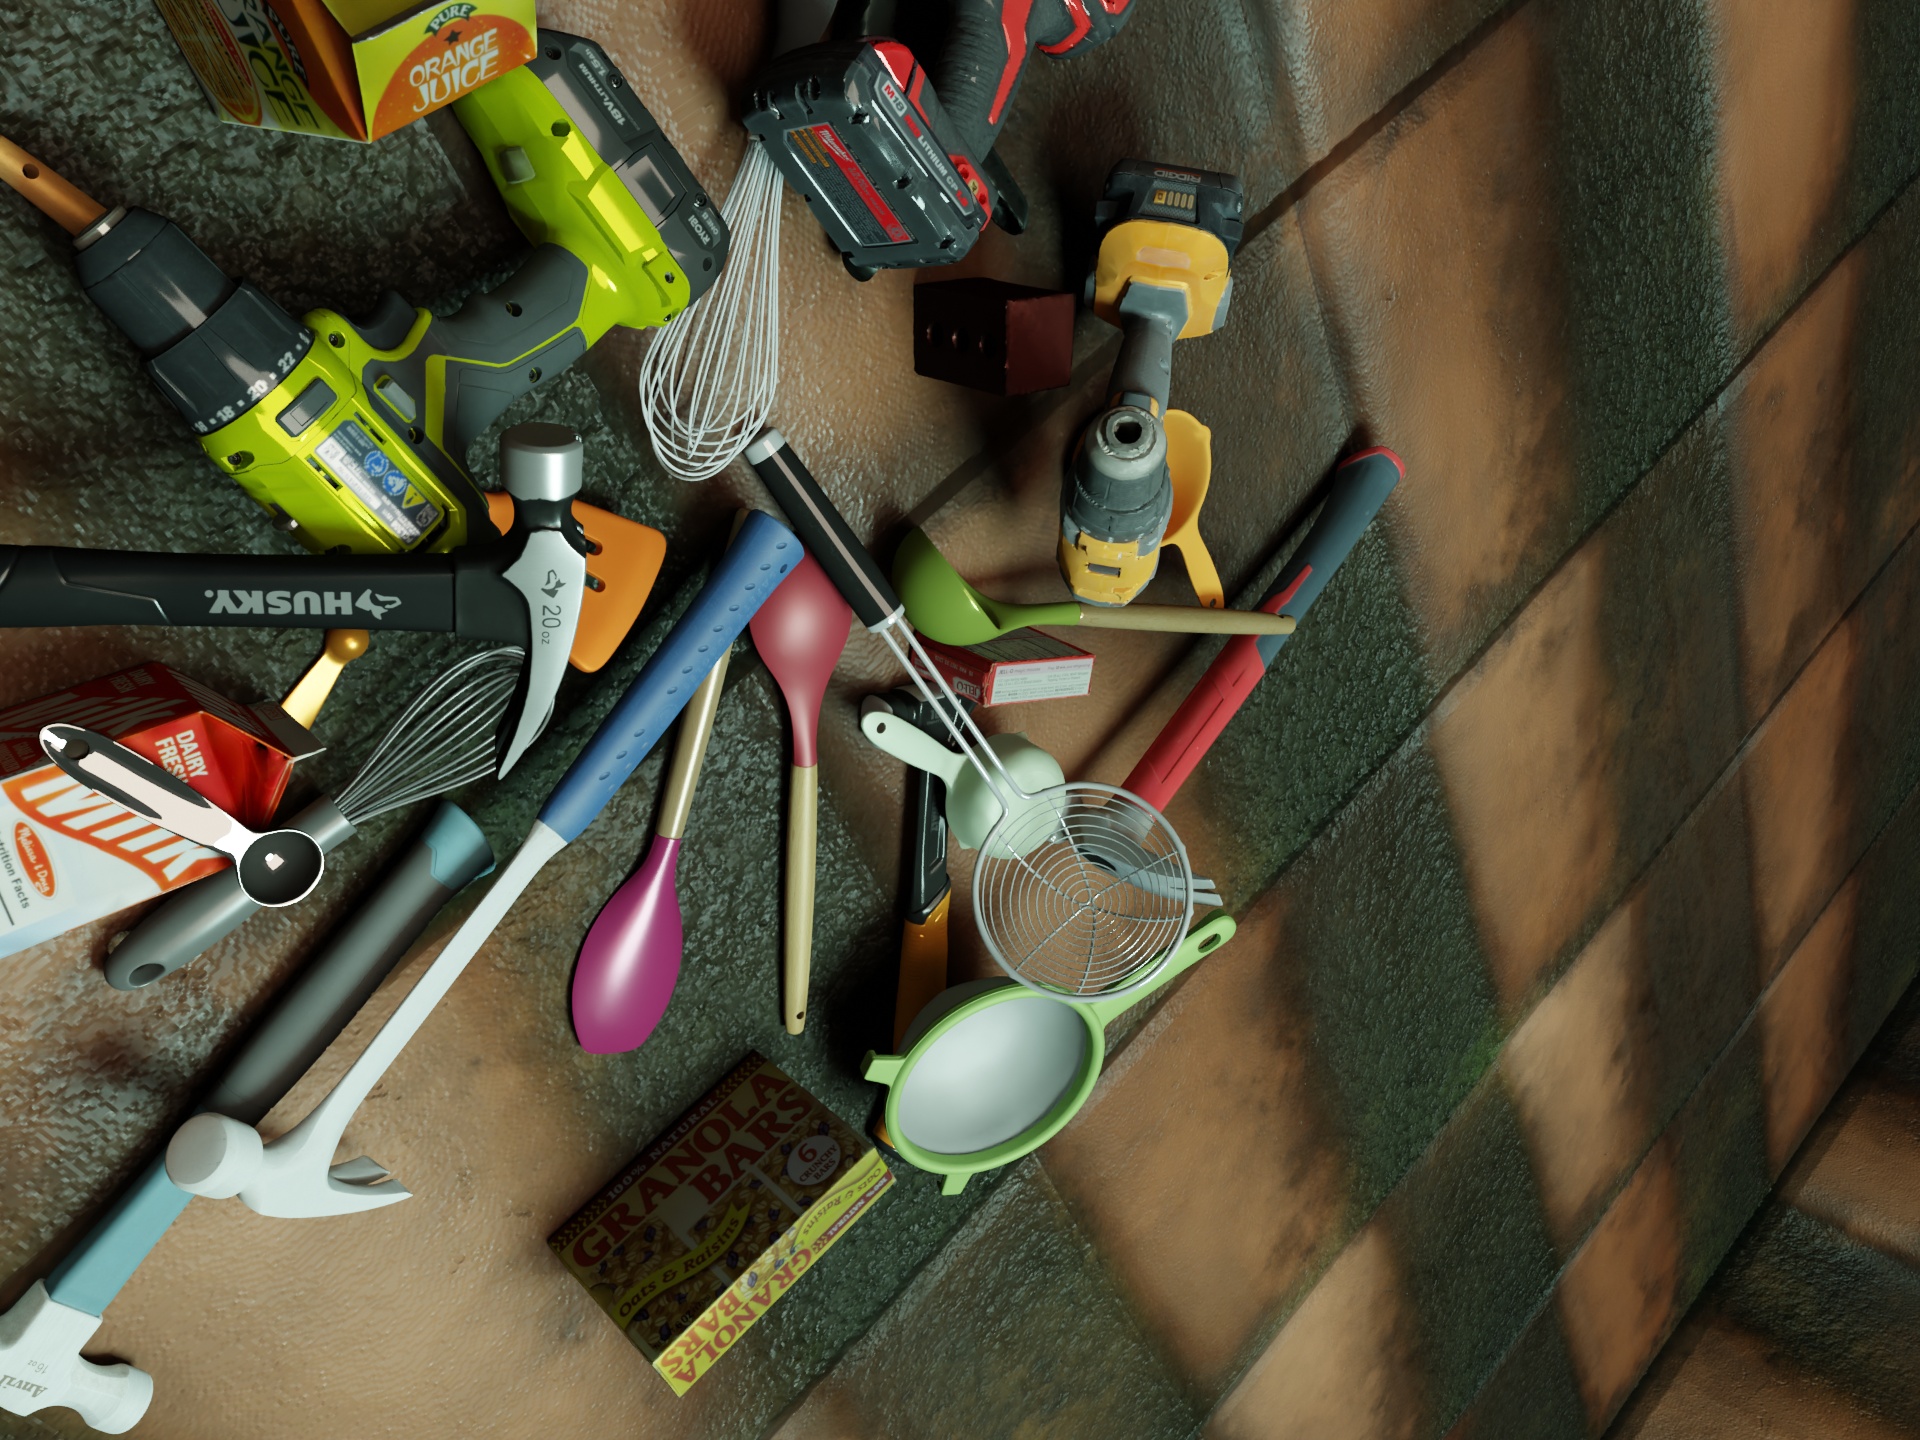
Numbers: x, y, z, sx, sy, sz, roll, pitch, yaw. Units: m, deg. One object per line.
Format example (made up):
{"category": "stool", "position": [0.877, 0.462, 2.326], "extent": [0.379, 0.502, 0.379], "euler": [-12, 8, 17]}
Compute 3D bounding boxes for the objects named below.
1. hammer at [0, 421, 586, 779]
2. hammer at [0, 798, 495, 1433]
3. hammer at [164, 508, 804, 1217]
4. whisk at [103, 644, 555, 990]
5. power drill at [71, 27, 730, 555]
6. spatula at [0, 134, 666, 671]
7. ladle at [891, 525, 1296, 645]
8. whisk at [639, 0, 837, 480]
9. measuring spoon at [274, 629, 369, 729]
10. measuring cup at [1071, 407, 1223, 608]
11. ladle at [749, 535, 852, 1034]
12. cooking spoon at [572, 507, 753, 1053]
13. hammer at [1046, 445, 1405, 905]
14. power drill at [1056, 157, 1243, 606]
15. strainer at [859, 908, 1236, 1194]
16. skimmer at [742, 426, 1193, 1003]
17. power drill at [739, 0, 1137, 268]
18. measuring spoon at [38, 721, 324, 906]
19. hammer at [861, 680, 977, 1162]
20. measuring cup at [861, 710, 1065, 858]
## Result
{"category": "hammer", "position": [-0.313, -0.045, 0.597], "extent": [0.334, 0.035, 0.146], "euler": [-1, 121, -18]}
{"category": "hammer", "position": [-0.339, 0.178, 0.757], "extent": [0.331, 0.033, 0.128], "euler": [-52, 135, -13]}
{"category": "hammer", "position": [-0.207, 0.065, 0.785], "extent": [0.405, 0.035, 0.144], "euler": [-55, 156, -15]}
{"category": "whisk", "position": [-0.289, 0.045, 0.741], "extent": [0.239, 0.055, 0.055], "euler": [-39, 130, -18]}
{"category": "power drill", "position": [-0.220, -0.178, 0.658], "extent": [0.228, 0.080, 0.190], "euler": [-54, 128, -22]}
{"category": "spatula", "position": [-0.262, -0.133, 0.688], "extent": [0.322, 0.041, 0.081], "euler": [41, 69, -43]}
{"category": "ladle", "position": [0.097, -0.076, 0.991], "extent": [0.320, 0.078, 0.062], "euler": [0, 129, -34]}
{"category": "whisk", "position": [-0.099, -0.256, 0.775], "extent": [0.070, 0.070, 0.284], "euler": [12, 94, -44]}
{"category": "measuring spoon", "position": [-0.306, 0.005, 0.727], "extent": [0.021, 0.011, 0.117], "euler": [38, 81, -44]}
{"category": "measuring cup", "position": [0.128, -0.131, 1.038], "extent": [0.095, 0.052, 0.173], "euler": [-48, 135, -17]}
{"category": "ladle", "position": [-0.094, 0.048, 0.931], "extent": [0.069, 0.031, 0.315], "euler": [-14, 118, -37]}
{"category": "cooking spoon", "position": [-0.155, 0.039, 0.875], "extent": [0.068, 0.017, 0.319], "euler": [6, 104, -45]}
{"category": "hammer", "position": [0.215, -0.045, 1.106], "extent": [0.386, 0.143, 0.038], "euler": [-51, 141, -19]}
{"category": "power drill", "position": [0.099, -0.193, 0.875], "extent": [0.185, 0.084, 0.226], "euler": [80, 21, -76]}
{"category": "strainer", "position": [0.055, 0.183, 1.017], "extent": [0.256, 0.069, 0.151], "euler": [-32, 129, -8]}
{"category": "skimmer", "position": [-0.001, -0.003, 0.871], "extent": [0.127, 0.090, 0.363], "euler": [-36, 110, -1]}
{"category": "power drill", "position": [-0.003, -0.338, 0.765], "extent": [0.143, 0.079, 0.220], "euler": [47, 64, -40]}
{"category": "measuring spoon", "position": [-0.310, 0.035, 0.635], "extent": [0.034, 0.018, 0.124], "euler": [-55, 129, -10]}
{"category": "hammer", "position": [-0.017, 0.135, 1.031], "extent": [0.127, 0.034, 0.336], "euler": [-10, 114, -38]}
{"category": "measuring cup", "position": [0.004, 0.033, 0.955], "extent": [0.167, 0.038, 0.083], "euler": [31, 87, -46]}
